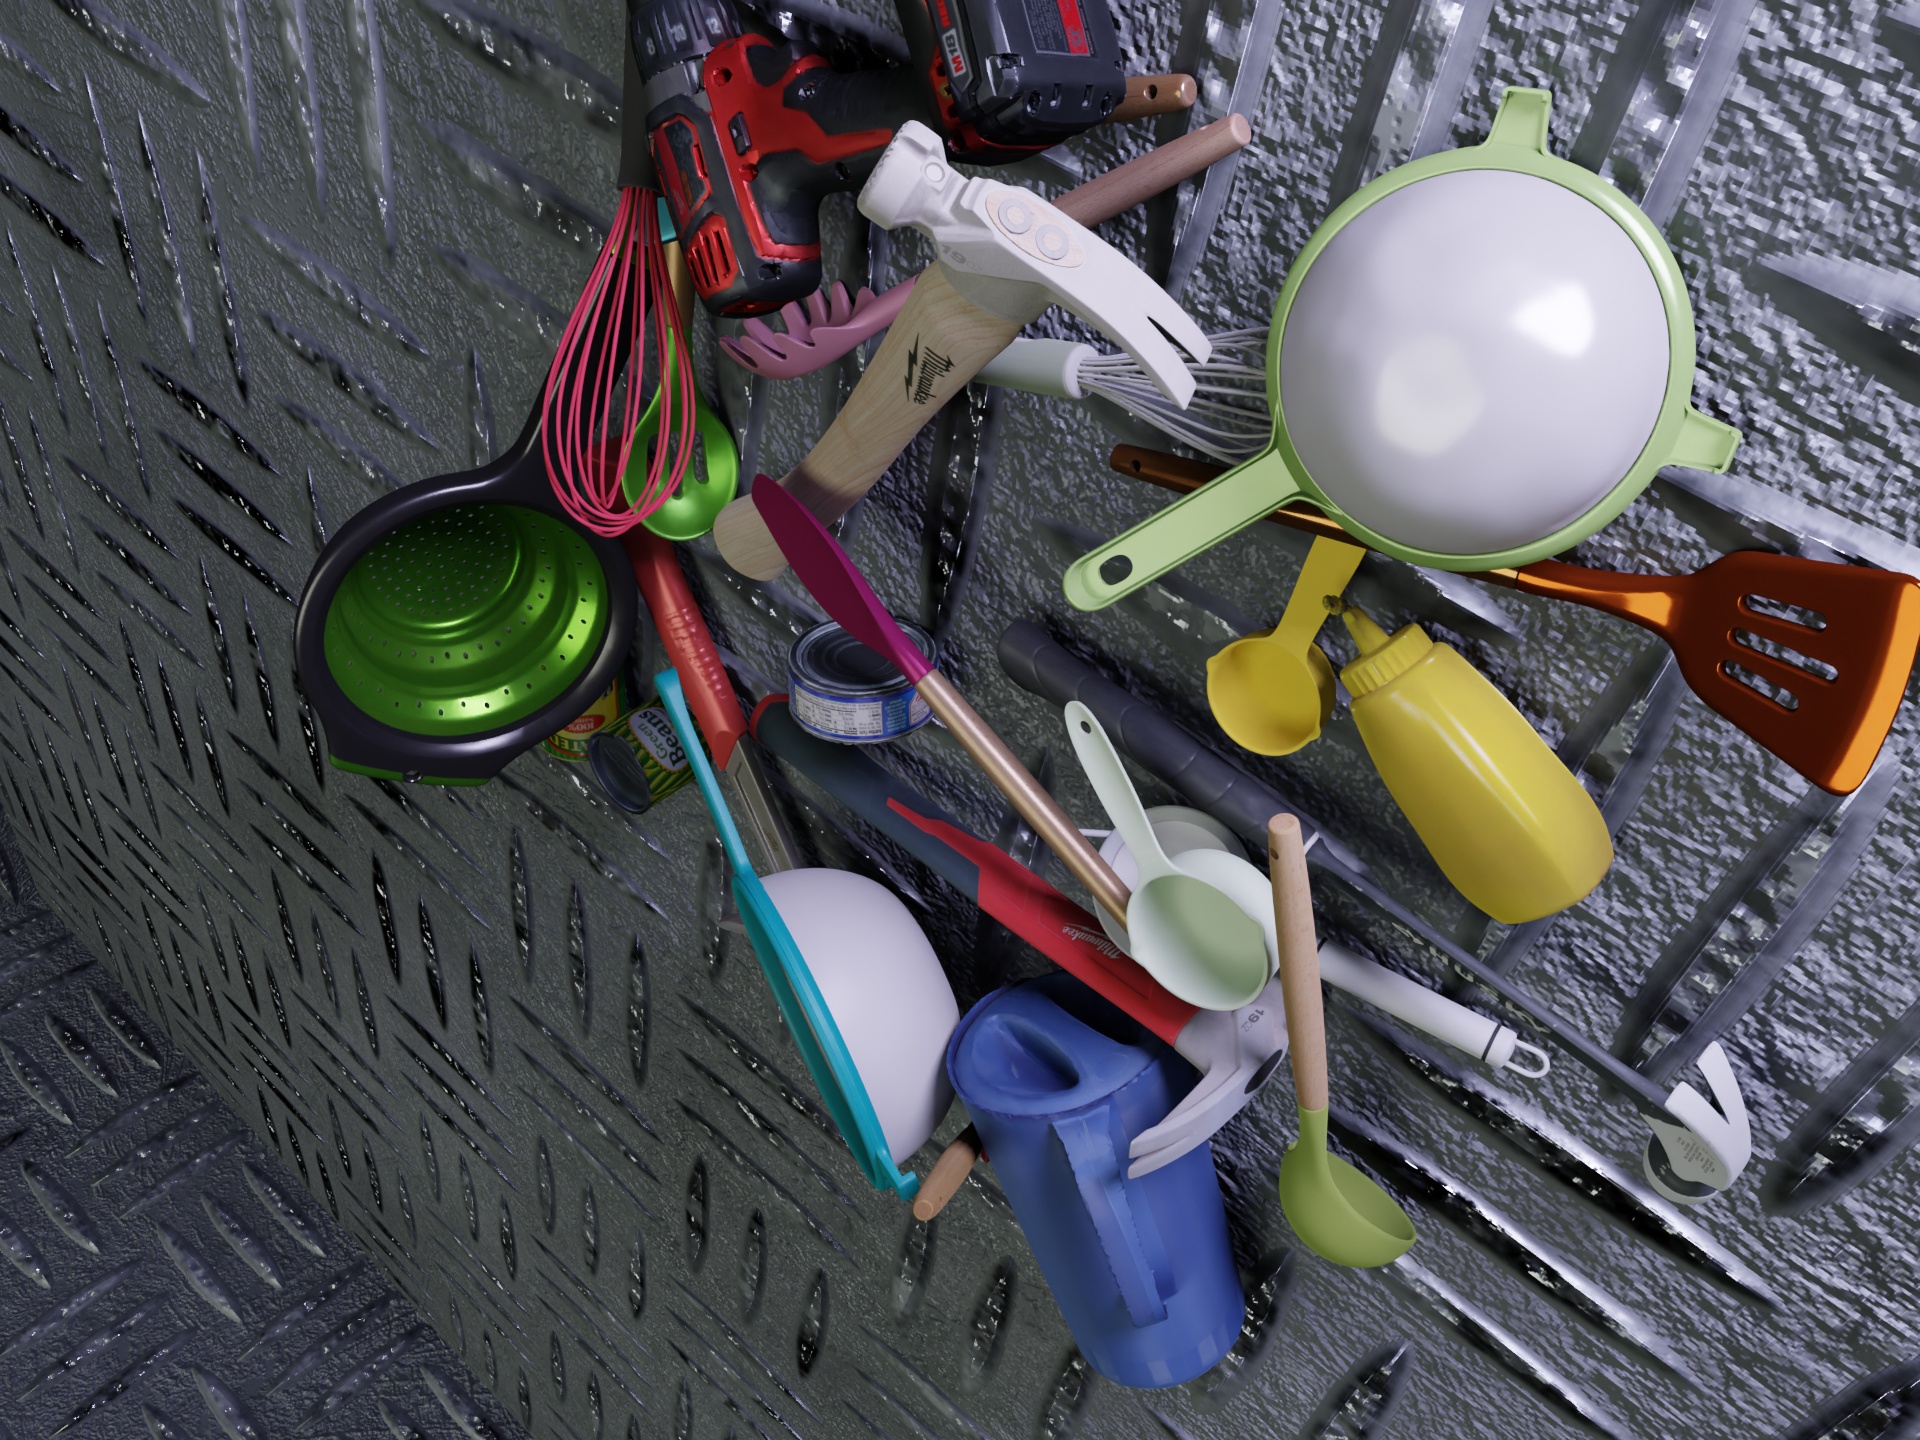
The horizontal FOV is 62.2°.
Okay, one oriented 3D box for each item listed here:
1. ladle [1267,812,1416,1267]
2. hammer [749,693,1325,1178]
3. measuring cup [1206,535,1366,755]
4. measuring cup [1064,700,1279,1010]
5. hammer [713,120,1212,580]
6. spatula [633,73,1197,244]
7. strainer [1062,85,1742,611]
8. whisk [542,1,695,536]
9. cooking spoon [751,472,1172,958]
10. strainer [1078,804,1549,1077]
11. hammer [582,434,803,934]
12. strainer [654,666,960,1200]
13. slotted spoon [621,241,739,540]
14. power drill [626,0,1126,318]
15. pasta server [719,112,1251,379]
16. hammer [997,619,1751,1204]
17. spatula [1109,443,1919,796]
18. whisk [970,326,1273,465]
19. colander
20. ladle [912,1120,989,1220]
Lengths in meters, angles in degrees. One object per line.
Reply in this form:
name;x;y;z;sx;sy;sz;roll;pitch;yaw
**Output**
ladle;0.177;0.159;0.763;0.078;0.062;0.319;43;155;48
hammer;0.004;0.095;0.890;0.387;0.143;0.038;33;142;32
measuring cup;0.159;-0.053;0.700;0.062;0.029;0.156;36;127;21
measuring cup;0.100;0.058;0.762;0.083;0.038;0.167;-23;97;46
hammer;-0.037;-0.132;0.767;0.146;0.038;0.410;31;159;-13
spatula;-0.035;-0.266;0.719;0.318;0.044;0.082;10;107;41
strainer;0.132;-0.099;0.581;0.256;0.069;0.151;-29;91;31
whisk;-0.156;-0.236;0.770;0.073;0.073;0.296;12;98;41
cooking spoon;-0.001;-0.003;0.811;0.319;0.017;0.068;49;159;3
strainer;0.168;0.113;0.795;0.259;0.050;0.087;26;103;24
hammer;-0.170;-0.013;1.056;0.149;0.037;0.359;-5;114;42
strainer;-0.081;0.113;0.975;0.340;0.095;0.211;67;167;-1
slotted spoon;-0.151;-0.241;0.864;0.031;0.070;0.313;-121;31;-46
power drill;-0.057;-0.290;0.668;0.227;0.080;0.188;-11;98;43
pasta server;-0.002;-0.214;0.728;0.316;0.060;0.040;-11;121;46
hammer;0.170;0.068;0.729;0.409;0.036;0.149;37;171;28
spatula;0.194;-0.064;0.622;0.323;0.041;0.081;22;119;30
whisk;0.061;-0.155;0.708;0.246;0.057;0.059;20;97;40
colander;-0.272;-0.144;0.954;0.397;0.204;0.095;-59;44;22
ladle;0.003;0.249;0.933;0.031;0.315;0.069;-3;86;8
